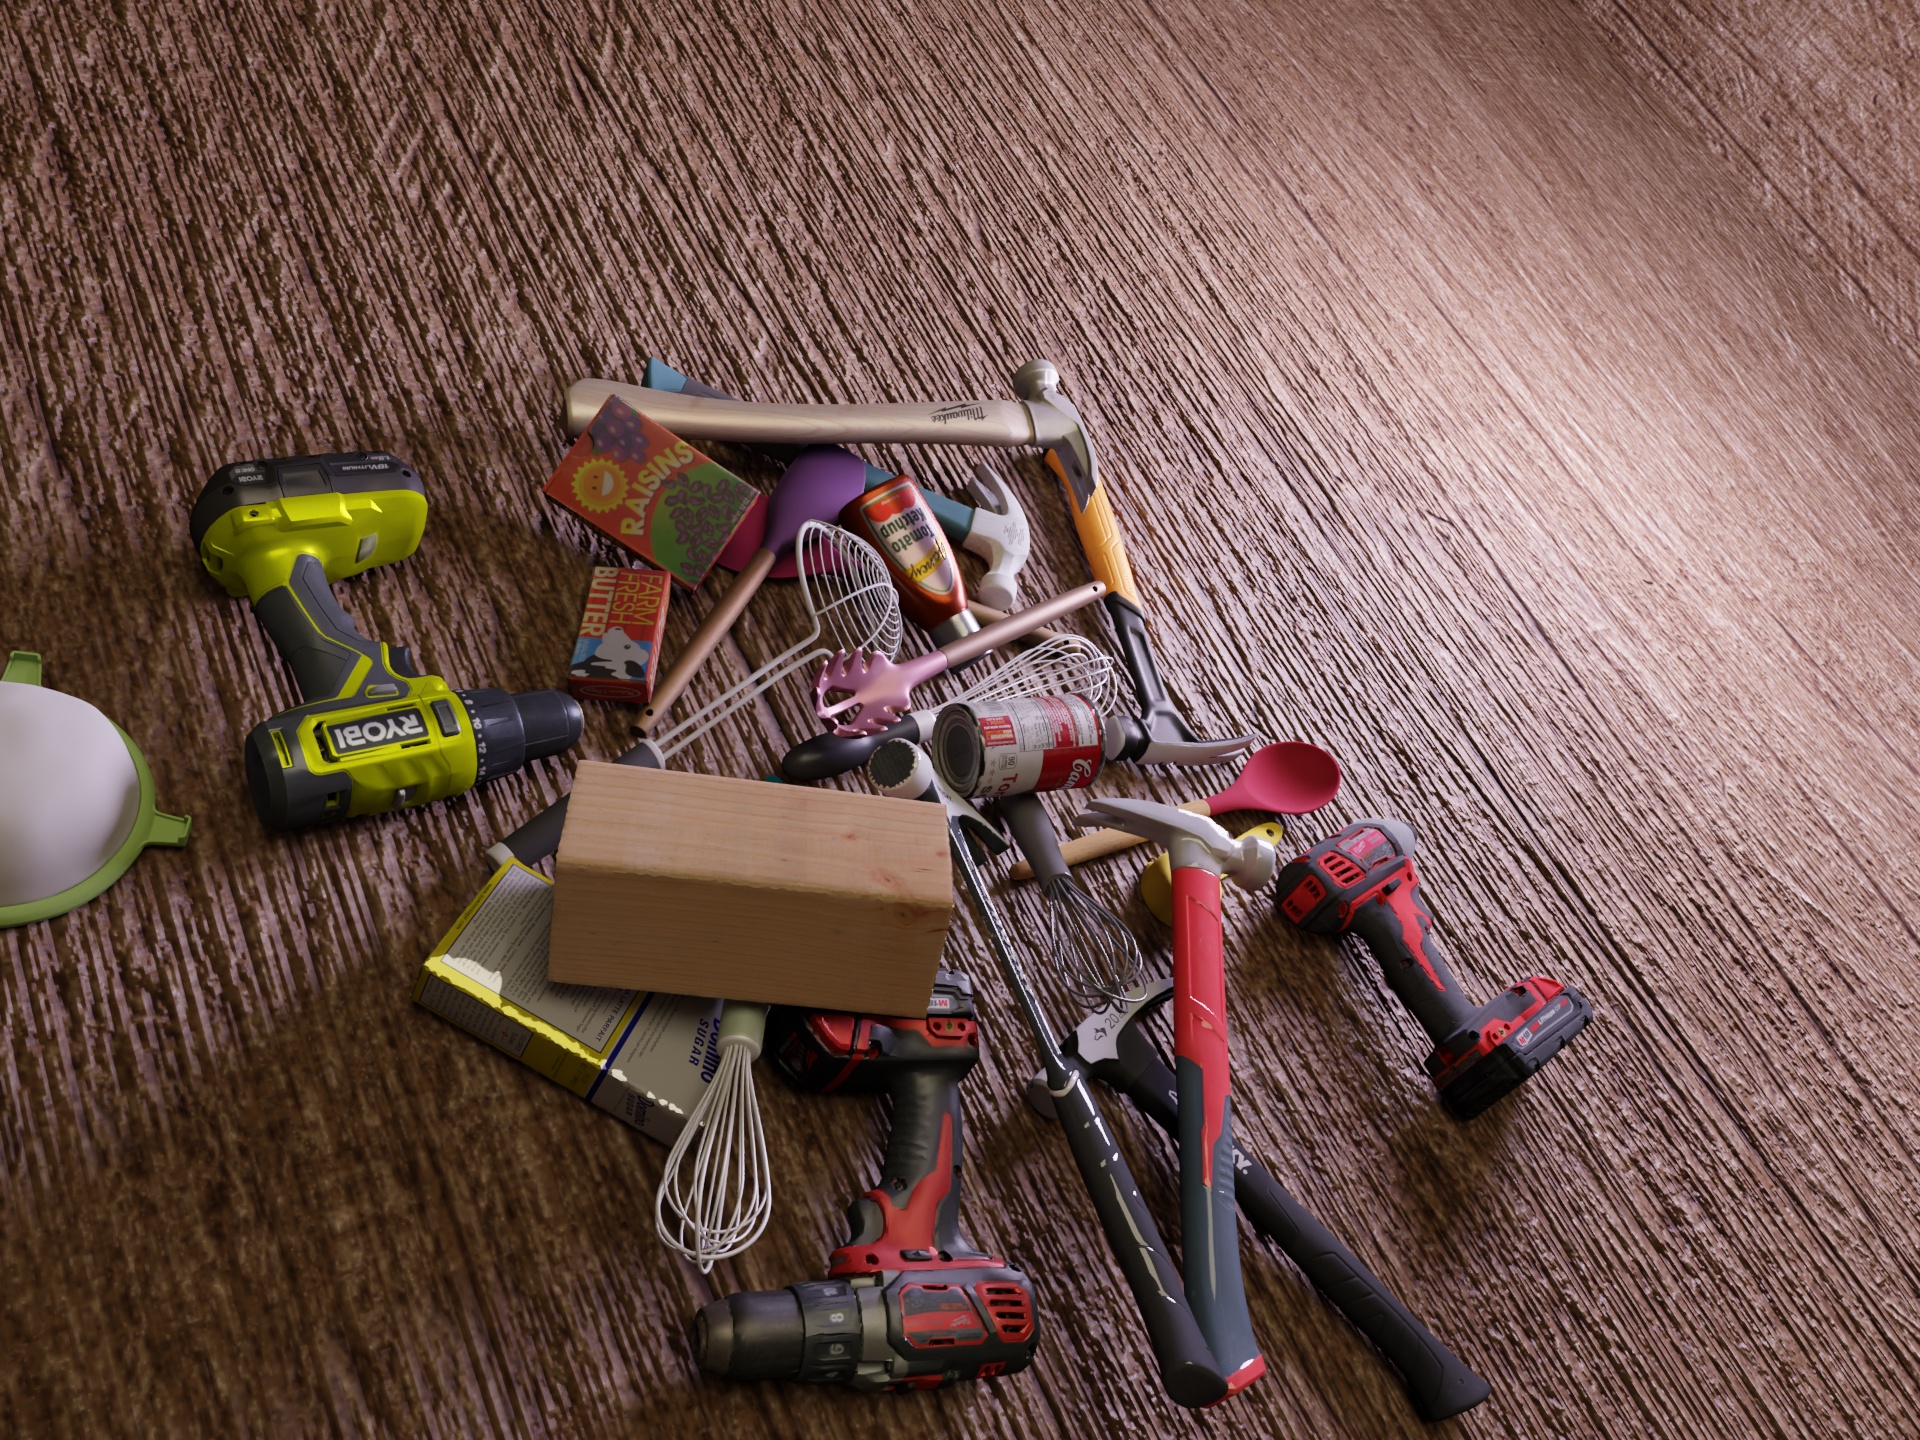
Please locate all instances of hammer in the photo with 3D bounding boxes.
[{"bbox_3d":[0.054,0.198,0.936,0.149,0.036,0.409,44,18,-57],"label":"hammer"},{"bbox_3d":[-0.097,-0.199,1.250,0.331,0.033,0.128,23,48,-10],"label":"hammer"},{"bbox_3d":[0.135,-0.108,1.303,0.127,0.034,0.337,3,54,-26],"label":"hammer"},{"bbox_3d":[-0.092,-0.220,1.209,0.410,0.038,0.146,-3,54,-23],"label":"hammer"},{"bbox_3d":[0.202,0.306,1.009,0.335,0.035,0.146,44,48,9],"label":"hammer"},{"bbox_3d":[0.137,0.220,0.992,0.143,0.038,0.387,16,50,-14],"label":"hammer"}]

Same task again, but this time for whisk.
[{"bbox_3d":[0.067,0.108,1.044,0.055,0.055,0.239,10,29,-22],"label":"whisk"},{"bbox_3d":[-0.001,-0.003,1.132,0.284,0.070,0.070,-18,65,-31],"label":"whisk"},{"bbox_3d":[-0.122,0.184,0.859,0.058,0.059,0.247,0,40,2],"label":"whisk"}]

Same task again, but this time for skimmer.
[{"bbox_3d":[-0.170,-0.011,1.052,0.363,0.090,0.127,-38,116,-31],"label":"skimmer"}]

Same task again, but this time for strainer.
[{"bbox_3d":[-0.532,0.051,0.789,0.151,0.069,0.256,44,45,9],"label":"strainer"}]

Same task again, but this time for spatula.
[{"bbox_3d":[-0.148,-0.100,1.133,0.060,0.018,0.316,30,52,0],"label":"spatula"}]

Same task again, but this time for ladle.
[{"bbox_3d":[0.163,0.072,1.180,0.315,0.031,0.069,-15,51,-34],"label":"ladle"}]

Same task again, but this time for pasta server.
[{"bbox_3d":[0.008,-0.054,1.133,0.316,0.040,0.060,-26,86,-42],"label":"pasta server"}]

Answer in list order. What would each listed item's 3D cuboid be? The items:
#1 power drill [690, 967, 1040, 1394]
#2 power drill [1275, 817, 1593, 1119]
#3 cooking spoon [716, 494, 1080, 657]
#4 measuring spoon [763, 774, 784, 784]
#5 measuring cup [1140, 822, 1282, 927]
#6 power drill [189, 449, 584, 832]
[{"bbox_3d":[-0.060,0.254,0.883,0.187,0.080,0.227,6,55,-24],"label":"power drill"},{"bbox_3d":[0.347,0.168,1.173,0.143,0.078,0.220,-23,65,-40],"label":"power drill"},{"bbox_3d":[-0.054,-0.103,1.207,0.318,0.017,0.069,18,63,-15],"label":"cooking spoon"},{"bbox_3d":[-0.118,0.088,1.027,0.042,0.021,0.129,9,42,-22],"label":"measuring spoon"},{"bbox_3d":[0.195,0.102,1.169,0.156,0.029,0.062,-26,70,-38],"label":"measuring cup"},{"bbox_3d":[-0.351,-0.051,0.966,0.190,0.080,0.229,-13,65,-35],"label":"power drill"}]
